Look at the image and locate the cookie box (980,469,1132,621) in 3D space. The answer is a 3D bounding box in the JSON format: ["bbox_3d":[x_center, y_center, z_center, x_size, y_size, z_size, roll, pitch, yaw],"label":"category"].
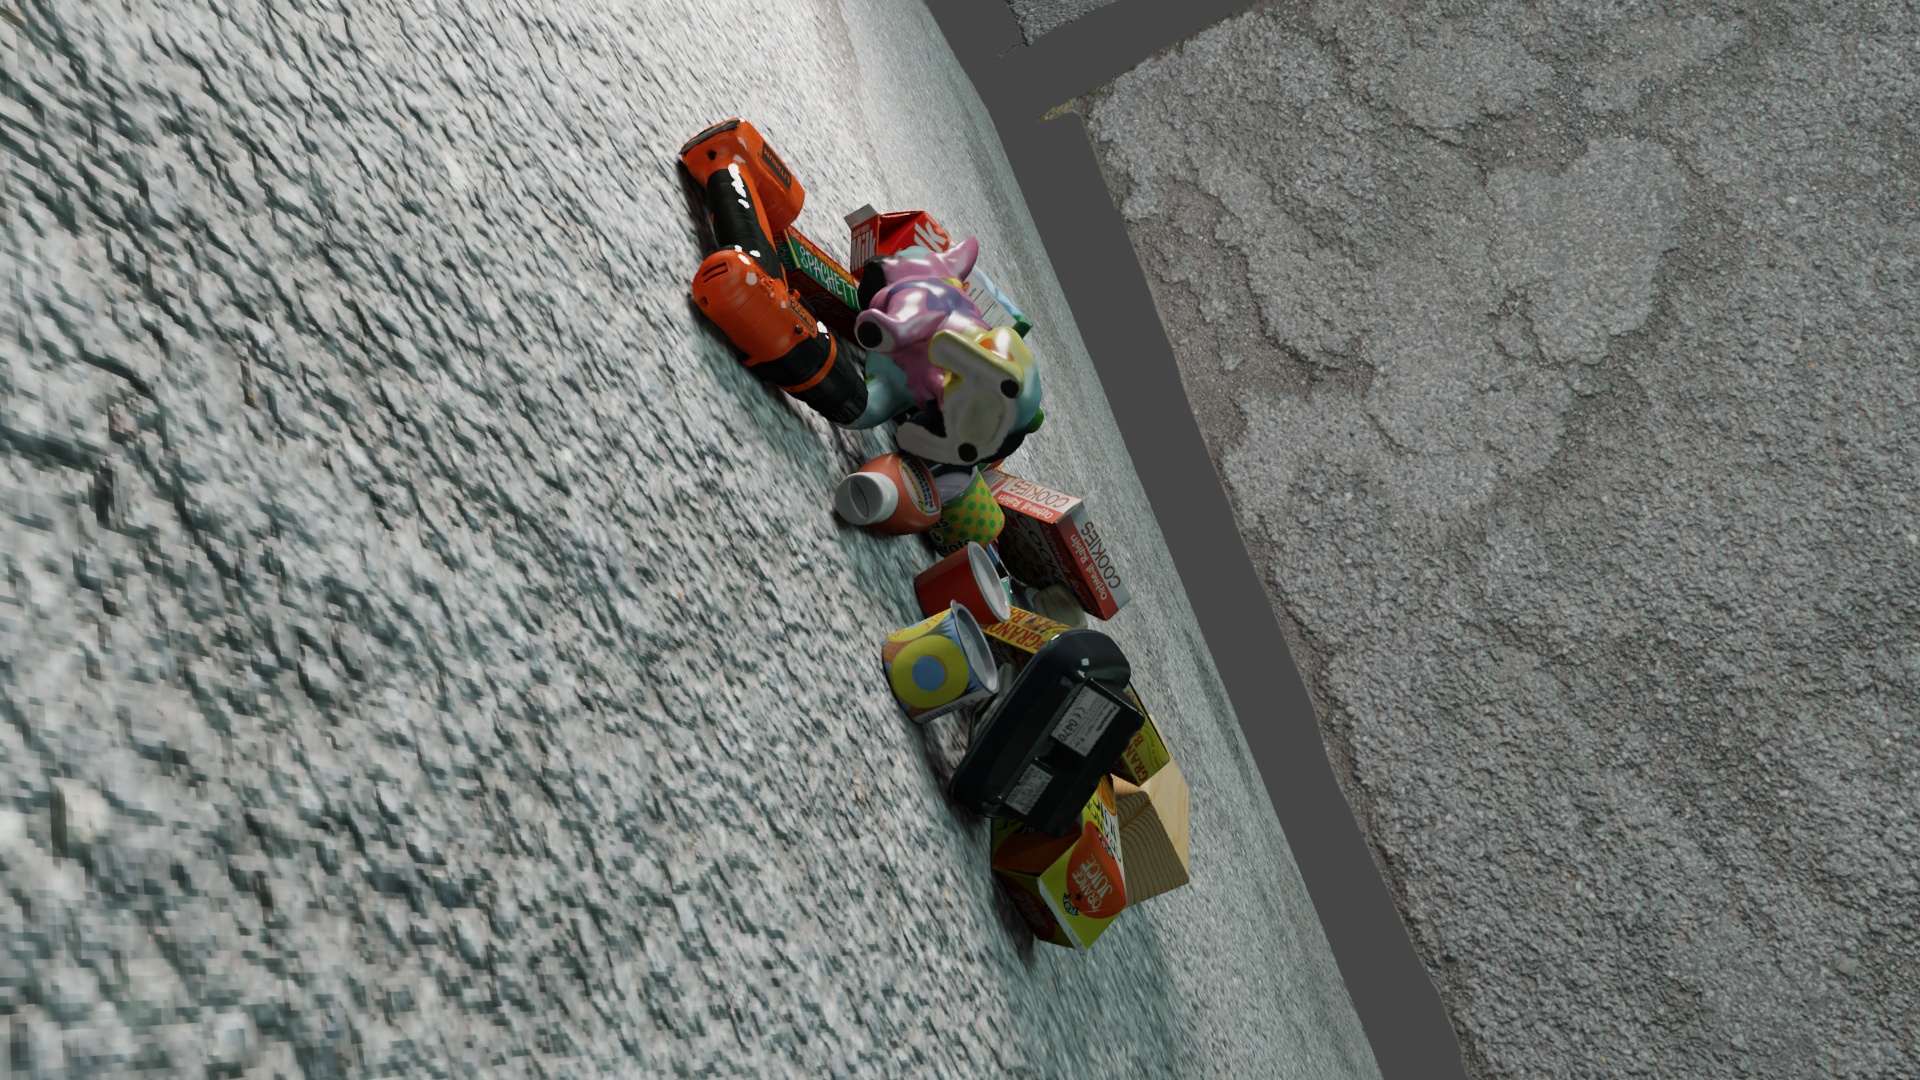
[{"bbox_3d":[0.079,0.001,1.331,0.167,0.040,0.122,24,-30,56],"label":"cookie box"}]

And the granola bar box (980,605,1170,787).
[{"bbox_3d":[0.085,0.121,1.127,0.165,0.039,0.124,16,-40,60],"label":"granola bar box"}]

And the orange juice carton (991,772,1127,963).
[{"bbox_3d":[0.071,0.216,1.009,0.071,0.073,0.193,60,14,-22],"label":"orange juice carton"}]

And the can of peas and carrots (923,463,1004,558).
[{"bbox_3d":[-0.005,-0.025,1.165,0.058,0.071,0.071,59,14,-30],"label":"can of peas and carrots"}]

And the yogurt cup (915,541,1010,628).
[{"bbox_3d":[0.000,0.042,1.085,0.072,0.054,0.073,60,14,-25],"label":"yogurt cup"}]

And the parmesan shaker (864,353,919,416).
[{"bbox_3d":[-0.039,-0.143,1.243,0.071,0.071,0.103,68,13,11],"label":"parmesan shaker"}]

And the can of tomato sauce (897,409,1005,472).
[{"bbox_3d":[-0.004,-0.088,1.230,0.083,0.071,0.071,-16,81,-59],"label":"can of tomato sauce"}]

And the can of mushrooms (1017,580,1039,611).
[{"bbox_3d":[0.079,0.036,1.464,0.071,0.033,0.071,59,15,-26],"label":"can of mushrooms"}]

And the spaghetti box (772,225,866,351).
[{"bbox_3d":[-0.106,-0.206,1.167,0.050,0.028,0.250,69,13,12],"label":"spaghetti box"}]

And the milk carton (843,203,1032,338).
[{"bbox_3d":[-0.031,-0.238,1.294,0.190,0.073,0.072,44,-17,-18],"label":"milk carton"}]

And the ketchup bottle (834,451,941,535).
[{"bbox_3d":[-0.054,-0.033,1.026,0.064,0.043,0.149,66,13,1],"label":"ketchup bottle"}]

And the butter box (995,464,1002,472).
[{"bbox_3d":[0.024,-0.094,1.497,0.053,0.024,0.104,58,15,-35],"label":"butter box"}]

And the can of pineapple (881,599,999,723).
[{"bbox_3d":[-0.014,0.083,0.943,0.070,0.058,0.071,60,13,-24],"label":"can of pineapple"}]

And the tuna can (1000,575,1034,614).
[{"bbox_3d":[0.045,0.070,1.262,0.071,0.033,0.071,60,13,-24],"label":"tuna can"}]

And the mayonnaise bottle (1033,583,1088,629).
[{"bbox_3d":[0.101,0.099,1.344,0.065,0.041,0.147,60,-7,29],"label":"mayonnaise bottle"}]

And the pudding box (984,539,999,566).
[{"bbox_3d":[0.005,-0.016,1.262,0.083,0.030,0.050,60,12,-23],"label":"pudding box"}]
